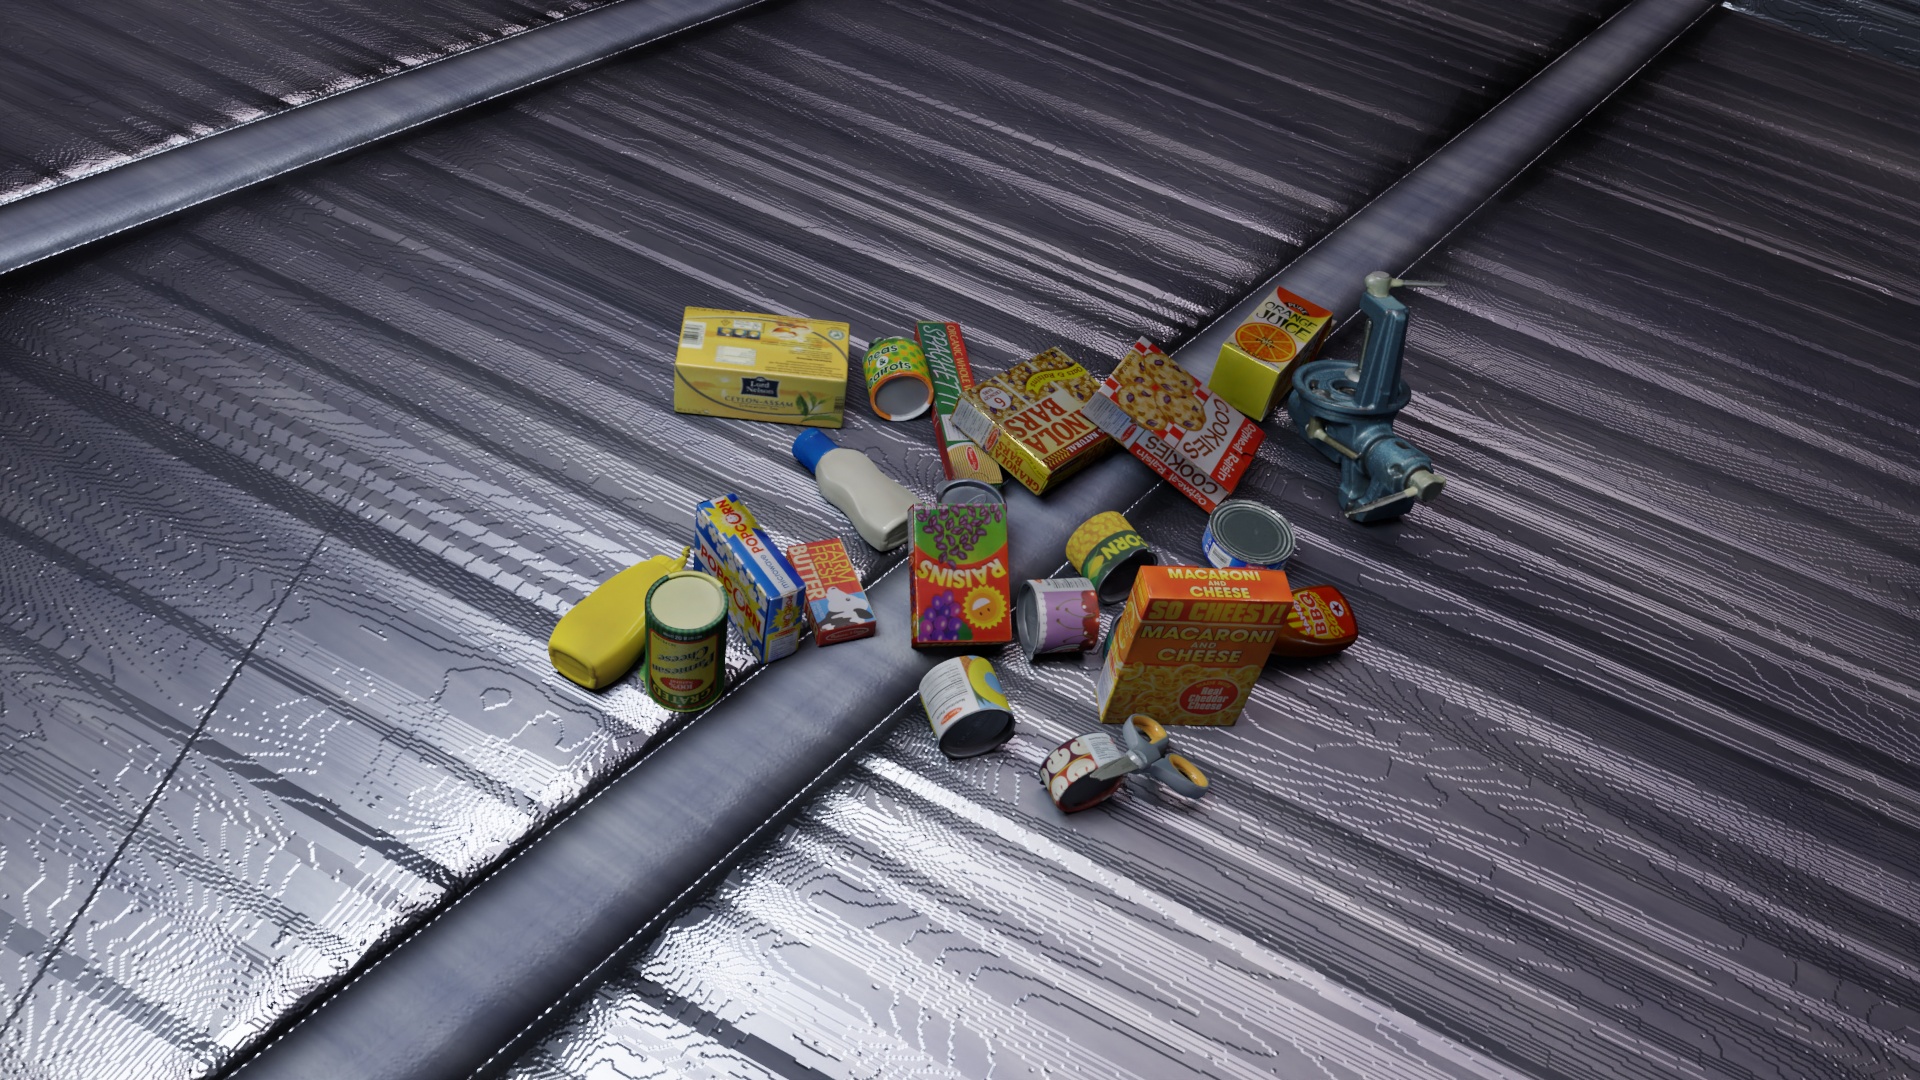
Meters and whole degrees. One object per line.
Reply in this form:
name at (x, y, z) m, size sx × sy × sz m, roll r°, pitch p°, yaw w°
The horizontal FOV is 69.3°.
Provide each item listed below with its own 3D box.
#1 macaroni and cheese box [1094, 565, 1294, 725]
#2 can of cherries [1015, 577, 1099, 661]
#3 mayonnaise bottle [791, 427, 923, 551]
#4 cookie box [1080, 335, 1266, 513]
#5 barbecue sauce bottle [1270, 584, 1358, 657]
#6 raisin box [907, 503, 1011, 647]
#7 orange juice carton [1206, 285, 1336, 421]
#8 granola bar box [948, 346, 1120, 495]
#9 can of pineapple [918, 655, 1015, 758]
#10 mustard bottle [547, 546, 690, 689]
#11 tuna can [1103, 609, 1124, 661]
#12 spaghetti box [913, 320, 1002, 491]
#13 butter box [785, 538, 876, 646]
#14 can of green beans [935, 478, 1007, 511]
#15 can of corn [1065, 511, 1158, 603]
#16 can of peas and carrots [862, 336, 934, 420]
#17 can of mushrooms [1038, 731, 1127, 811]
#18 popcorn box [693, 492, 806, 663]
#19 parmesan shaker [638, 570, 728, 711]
macaroni and cheese box at (0.191, 0.089, 1.158) m, size 0.124 × 0.165 × 0.040 m, roll 2°, pitch 46°, yaw -10°
can of cherries at (0.086, 0.069, 1.228) m, size 0.058 × 0.071 × 0.072 m, roll -2°, pitch 47°, yaw -15°
mayonnaise bottle at (-0.101, -0.052, 1.321) m, size 0.065 × 0.041 × 0.148 m, roll -29°, pitch 57°, yaw -35°
cookie box at (0.220, -0.120, 1.415) m, size 0.167 × 0.040 × 0.123 m, roll 38°, pitch 44°, yaw 1°
barbecue sauce bottle at (0.292, 0.076, 1.251) m, size 0.149 × 0.043 × 0.065 m, roll -4°, pitch 62°, yaw -36°
raisin box at (-0.002, 0.030, 1.221) m, size 0.086 × 0.040 × 0.123 m, roll 0°, pitch 80°, yaw -11°
orange juice carton at (0.355, -0.220, 1.555) m, size 0.072 × 0.072 × 0.194 m, roll 31°, pitch 48°, yaw 17°
granola bar box at (0.088, -0.125, 1.406) m, size 0.124 × 0.038 × 0.166 m, roll 42°, pitch 44°, yaw 17°
can of pineapple at (0.006, 0.137, 1.144) m, size 0.071 × 0.070 × 0.058 m, roll -8°, pitch 49°, yaw -19°
mustard bottle at (-0.275, 0.057, 1.172) m, size 0.065 × 0.048 × 0.161 m, roll 27°, pitch 47°, yaw 16°
tuna can at (0.161, 0.096, 1.238) m, size 0.071 × 0.032 × 0.071 m, roll 6°, pitch 46°, yaw -6°
spaghetti box at (-0.005, -0.138, 1.431) m, size 0.050 × 0.028 × 0.251 m, roll -1°, pitch 47°, yaw -14°
butter box at (-0.116, 0.045, 1.235) m, size 0.053 × 0.024 × 0.104 m, roll -10°, pitch 50°, yaw -22°
can of green beans at (0.006, -0.015, 1.294) m, size 0.071 × 0.057 × 0.071 m, roll 6°, pitch 46°, yaw -6°
can of corn at (0.140, 0.013, 1.287) m, size 0.071 × 0.070 × 0.058 m, roll -17°, pitch 52°, yaw -26°
can of peas and carrots at (-0.065, -0.166, 1.416) m, size 0.071 × 0.070 × 0.059 m, roll -2°, pitch 48°, yaw -14°
can of mushrooms at (0.098, 0.188, 1.116) m, size 0.071 × 0.070 × 0.033 m, roll -13°, pitch 52°, yaw -23°
popcorn box at (-0.182, 0.032, 1.190) m, size 0.038 × 0.084 × 0.127 m, roll -22°, pitch 54°, yaw -30°
parmesan shaker at (-0.225, 0.081, 1.121) m, size 0.071 × 0.102 × 0.072 m, roll 6°, pitch 46°, yaw -6°
